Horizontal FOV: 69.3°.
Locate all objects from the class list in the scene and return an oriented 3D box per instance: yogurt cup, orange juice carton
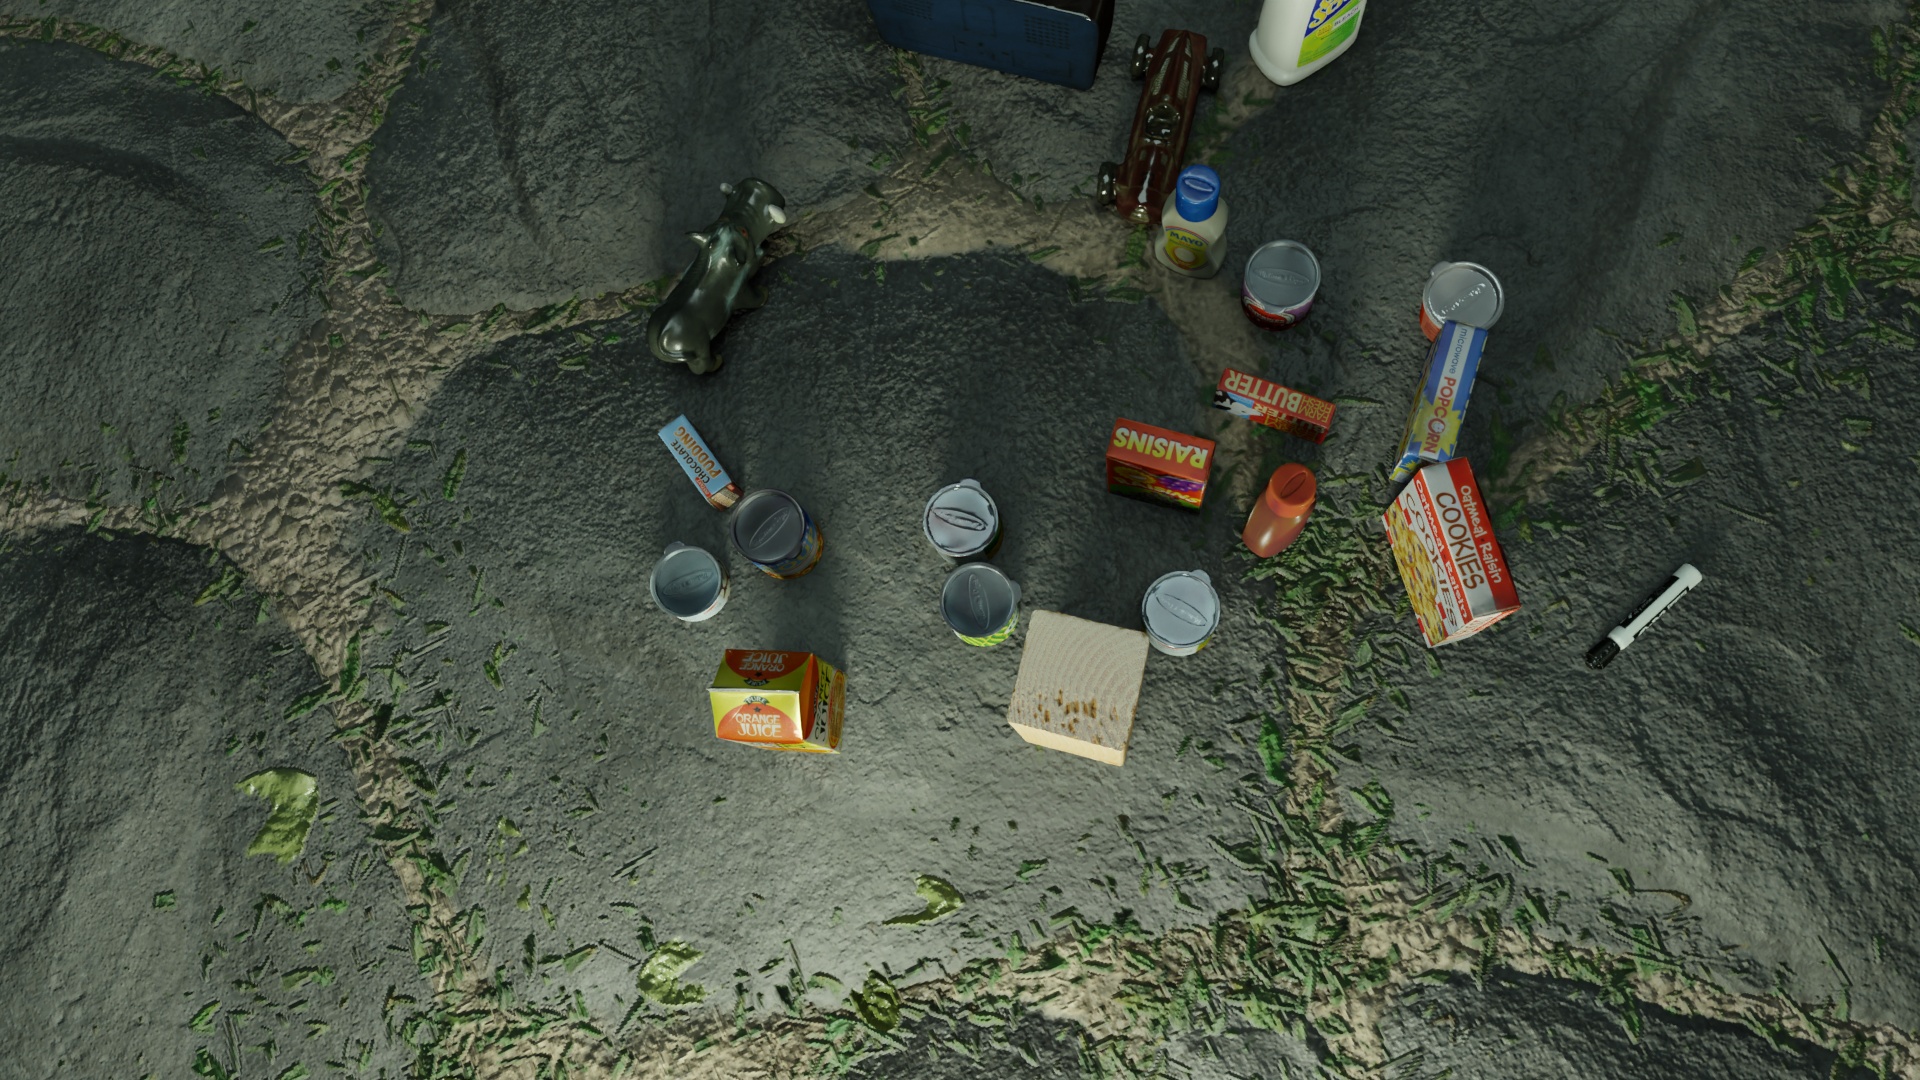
[{"bbox_3d":[0.437,-0.204,1.222,0.072,0.054,0.072,-1,77,6],"label":"yogurt cup"},{"bbox_3d":[-0.148,0.132,1.142,0.072,0.192,0.073,2,78,7],"label":"orange juice carton"}]

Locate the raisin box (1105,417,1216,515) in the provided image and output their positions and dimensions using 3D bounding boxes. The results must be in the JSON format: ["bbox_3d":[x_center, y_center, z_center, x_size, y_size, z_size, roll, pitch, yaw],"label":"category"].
[{"bbox_3d":[0.169,-0.061,1.185,0.086,0.123,0.040,16,80,10],"label":"raisin box"}]

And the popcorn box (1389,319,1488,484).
[{"bbox_3d":[0.409,-0.115,1.189,0.038,0.085,0.127,18,80,10],"label":"popcorn box"}]

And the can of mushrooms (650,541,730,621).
[{"bbox_3d":[-0.244,0.037,1.256,0.071,0.033,0.071,-1,77,6],"label":"can of mushrooms"}]

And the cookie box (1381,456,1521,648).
[{"bbox_3d":[0.392,0.013,1.120,0.040,0.167,0.123,-16,76,3],"label":"cookie box"}]

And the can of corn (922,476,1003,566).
[{"bbox_3d":[0.004,-0.015,1.227,0.071,0.058,0.071,-1,77,6],"label":"can of corn"}]

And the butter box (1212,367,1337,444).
[{"bbox_3d":[0.275,-0.118,1.222,0.103,0.053,0.024,21,81,11],"label":"butter box"}]

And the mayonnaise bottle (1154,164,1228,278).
[{"bbox_3d":[0.204,-0.279,1.217,0.065,0.148,0.041,22,81,11],"label":"mayonnaise bottle"}]

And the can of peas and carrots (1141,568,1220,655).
[{"bbox_3d":[0.189,0.061,1.188,0.071,0.058,0.071,-1,77,6],"label":"can of peas and carrots"}]

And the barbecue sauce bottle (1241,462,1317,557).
[{"bbox_3d":[0.268,-0.028,1.153,0.065,0.148,0.044,-45,77,-4],"label":"barbecue sauce bottle"}]

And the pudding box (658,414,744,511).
[{"bbox_3d":[-0.237,-0.071,1.271,0.030,0.049,0.084,-37,76,-2],"label":"pudding box"}]

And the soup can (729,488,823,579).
[{"bbox_3d":[-0.159,-0.002,1.229,0.071,0.083,0.071,-1,78,6],"label":"soup can"}]

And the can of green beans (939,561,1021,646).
[{"bbox_3d":[0.018,0.056,1.209,0.071,0.057,0.071,-1,77,6],"label":"can of green beans"}]

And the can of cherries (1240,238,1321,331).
[{"bbox_3d":[0.284,-0.225,1.242,0.071,0.058,0.071,-1,77,6],"label":"can of cherries"}]
